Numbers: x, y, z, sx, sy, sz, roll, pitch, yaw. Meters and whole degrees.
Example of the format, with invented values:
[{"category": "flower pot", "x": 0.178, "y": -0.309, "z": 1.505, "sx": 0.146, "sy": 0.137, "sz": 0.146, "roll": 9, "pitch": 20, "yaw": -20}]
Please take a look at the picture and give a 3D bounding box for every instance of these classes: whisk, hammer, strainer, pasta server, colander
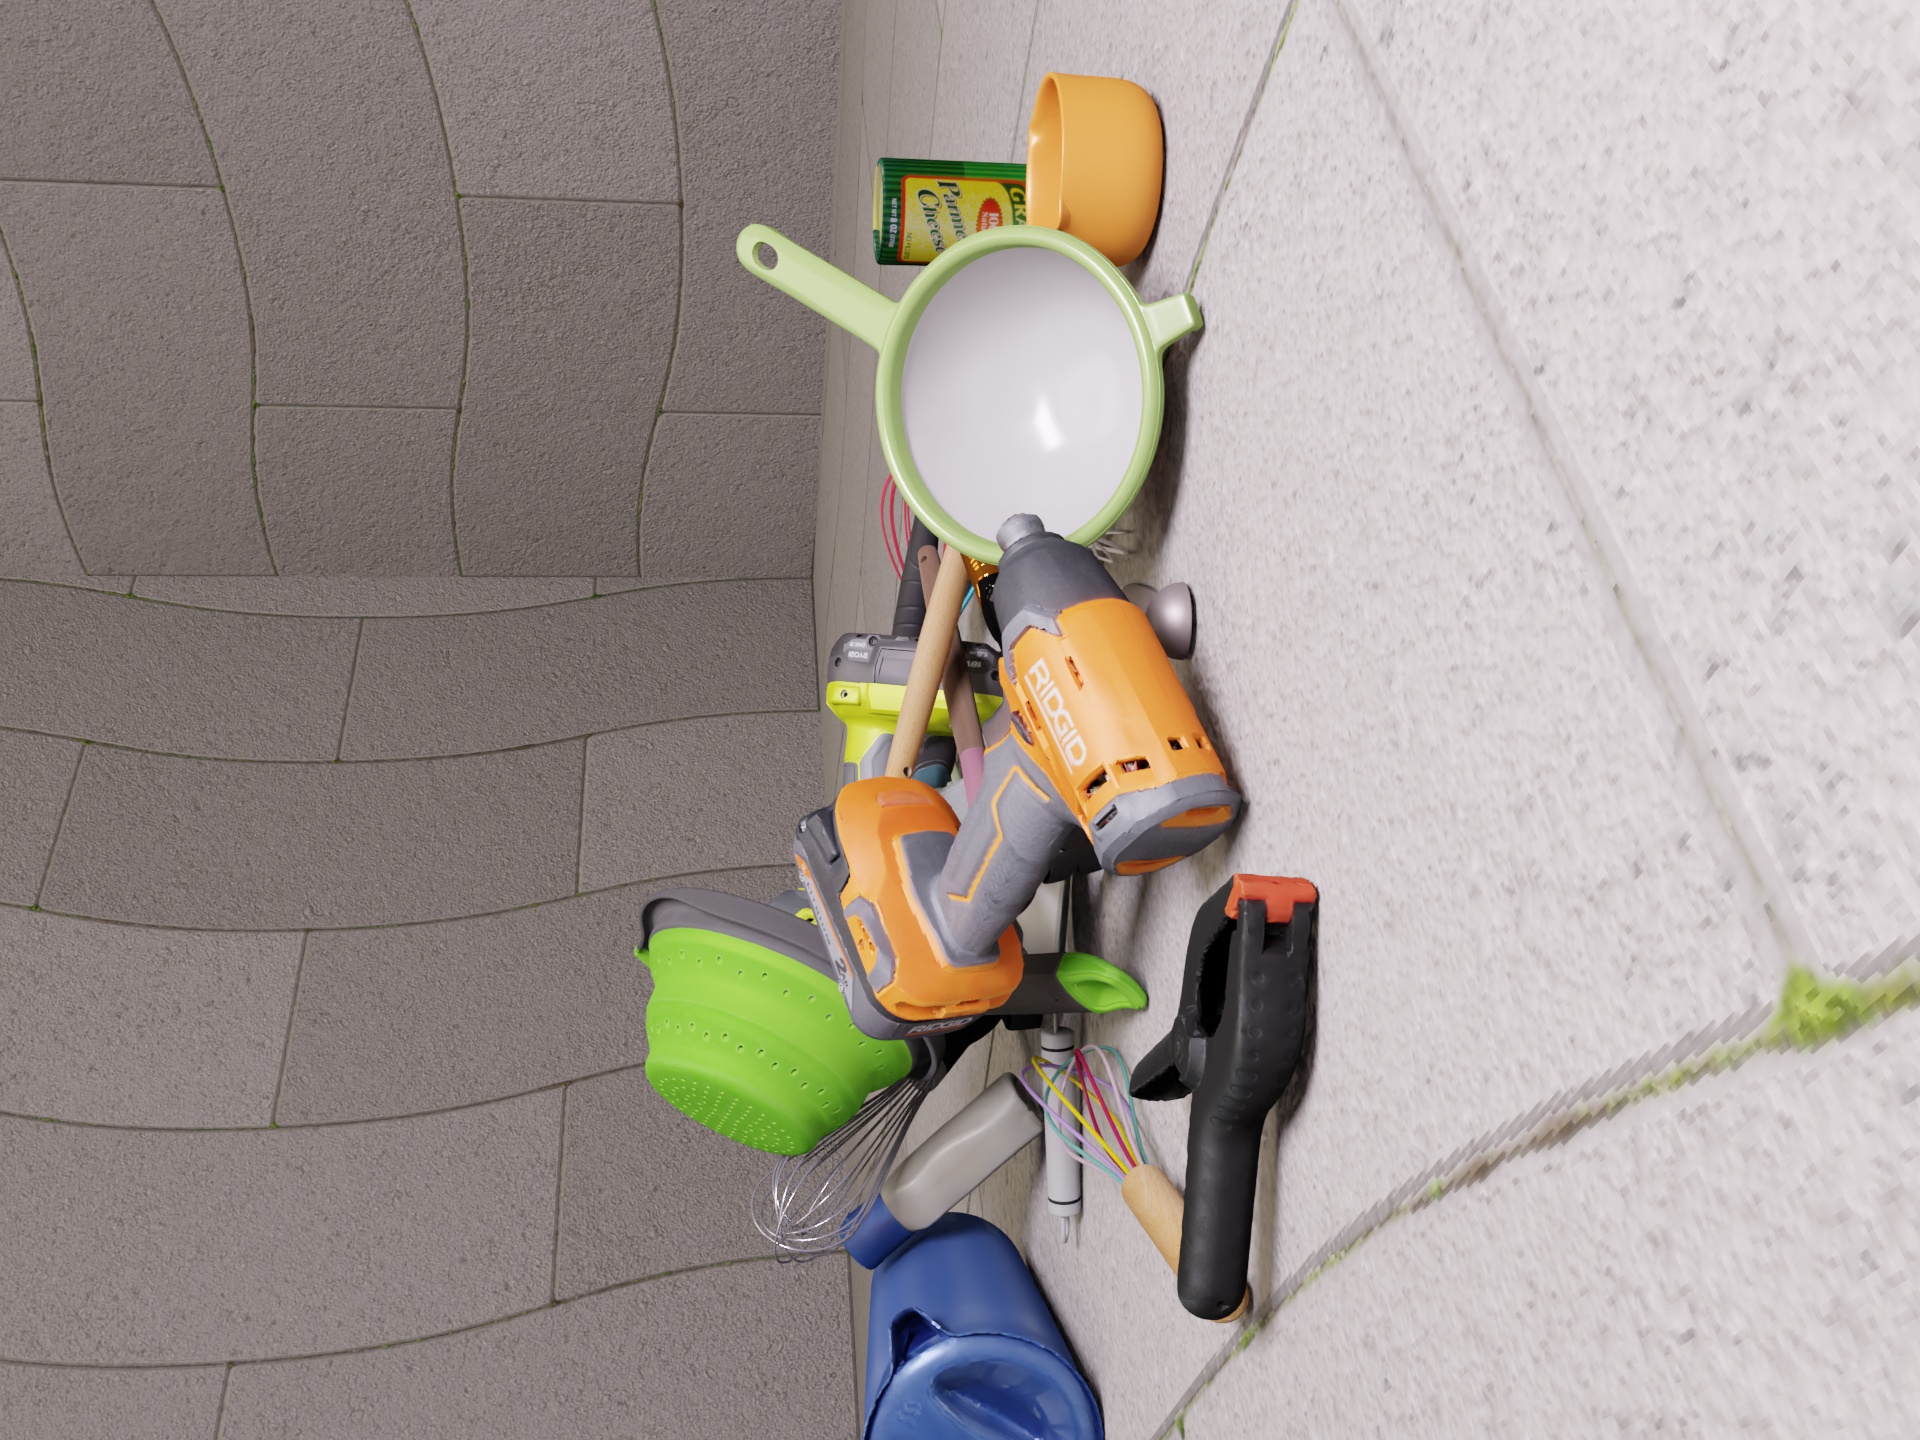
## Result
[{"category": "whisk", "x": 0.081, "y": 0.205, "z": 0.730, "sx": 0.047, "sy": 0.051, "sz": 0.245, "roll": 66, "pitch": 173, "yaw": -14}, {"category": "hammer", "x": -0.023, "y": 0.042, "z": 1.213, "sx": 0.331, "sy": 0.128, "sz": 0.033, "roll": -83, "pitch": -25, "yaw": -81}, {"category": "strainer", "x": 0.053, "y": 0.173, "z": 0.904, "sx": 0.087, "sy": 0.050, "sz": 0.258, "roll": -39, "pitch": -53, "yaw": -80}, {"category": "whisk", "x": -0.038, "y": 0.247, "z": 1.034, "sx": 0.284, "sy": 0.070, "sz": 0.070, "roll": -40, "pitch": -38, "yaw": -50}, {"category": "strainer", "x": 0.000, "y": -0.176, "z": 0.759, "sx": 0.256, "sy": 0.069, "sz": 0.151, "roll": 36, "pitch": 118, "yaw": 26}, {"category": "hammer", "x": 0.017, "y": -0.077, "z": 0.869, "sx": 0.127, "sy": 0.034, "sz": 0.337, "roll": 77, "pitch": 177, "yaw": -62}, {"category": "whisk", "x": 0.050, "y": -0.102, "z": 0.877, "sx": 0.246, "sy": 0.059, "sz": 0.058, "roll": -126, "pitch": 55, "yaw": -84}, {"category": "hammer", "x": -0.027, "y": -0.140, "z": 1.173, "sx": 0.146, "sy": 0.035, "sz": 0.334, "roll": -108, "pitch": 25, "yaw": -62}, {"category": "whisk", "x": -0.025, "y": -0.087, "z": 1.369, "sx": 0.073, "sy": 0.073, "sz": 0.295, "roll": -119, "pitch": 23, "yaw": -73}, {"category": "pasta server", "x": -0.001, "y": -0.003, "z": 0.905, "sx": 0.040, "sy": 0.060, "sz": 0.317, "roll": 42, "pitch": -155, "yaw": -39}, {"category": "colander", "x": -0.064, "y": 0.181, "z": 0.885, "sx": 0.397, "sy": 0.204, "sz": 0.094, "roll": -12, "pitch": 43, "yaw": 47}]

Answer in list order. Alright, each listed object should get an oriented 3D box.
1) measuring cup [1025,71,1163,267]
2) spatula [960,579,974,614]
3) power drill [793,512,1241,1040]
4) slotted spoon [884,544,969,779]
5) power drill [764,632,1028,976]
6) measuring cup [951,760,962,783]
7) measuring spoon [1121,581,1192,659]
[{"category": "measuring cup", "x": 0.061, "y": -0.227, "z": 0.778, "sx": 0.095, "sy": 0.052, "sz": 0.173, "roll": -99, "pitch": 10, "yaw": -45}, {"category": "spatula", "x": 0.010, "y": -0.201, "z": 1.153, "sx": 0.082, "sy": 0.044, "sz": 0.317, "roll": -100, "pitch": 13, "yaw": -57}, {"category": "power drill", "x": 0.013, "y": 0.027, "z": 0.704, "sx": 0.226, "sy": 0.084, "sz": 0.164, "roll": -48, "pitch": 55, "yaw": 41}, {"category": "slotted spoon", "x": 0.001, "y": -0.095, "z": 0.932, "sx": 0.031, "sy": 0.070, "sz": 0.314, "roll": -13, "pitch": 53, "yaw": 46}, {"category": "power drill", "x": -0.019, "y": 0.068, "z": 0.996, "sx": 0.080, "sy": 0.190, "sz": 0.228, "roll": 31, "pitch": -114, "yaw": -68}, {"category": "measuring cup", "x": -0.010, "y": 0.080, "z": 1.313, "sx": 0.168, "sy": 0.038, "sz": 0.083, "roll": -107, "pitch": 18, "yaw": -55}, {"category": "measuring spoon", "x": 0.084, "y": -0.050, "z": 0.738, "sx": 0.124, "sy": 0.018, "sz": 0.034, "roll": -130, "pitch": 40, "yaw": -78}]
